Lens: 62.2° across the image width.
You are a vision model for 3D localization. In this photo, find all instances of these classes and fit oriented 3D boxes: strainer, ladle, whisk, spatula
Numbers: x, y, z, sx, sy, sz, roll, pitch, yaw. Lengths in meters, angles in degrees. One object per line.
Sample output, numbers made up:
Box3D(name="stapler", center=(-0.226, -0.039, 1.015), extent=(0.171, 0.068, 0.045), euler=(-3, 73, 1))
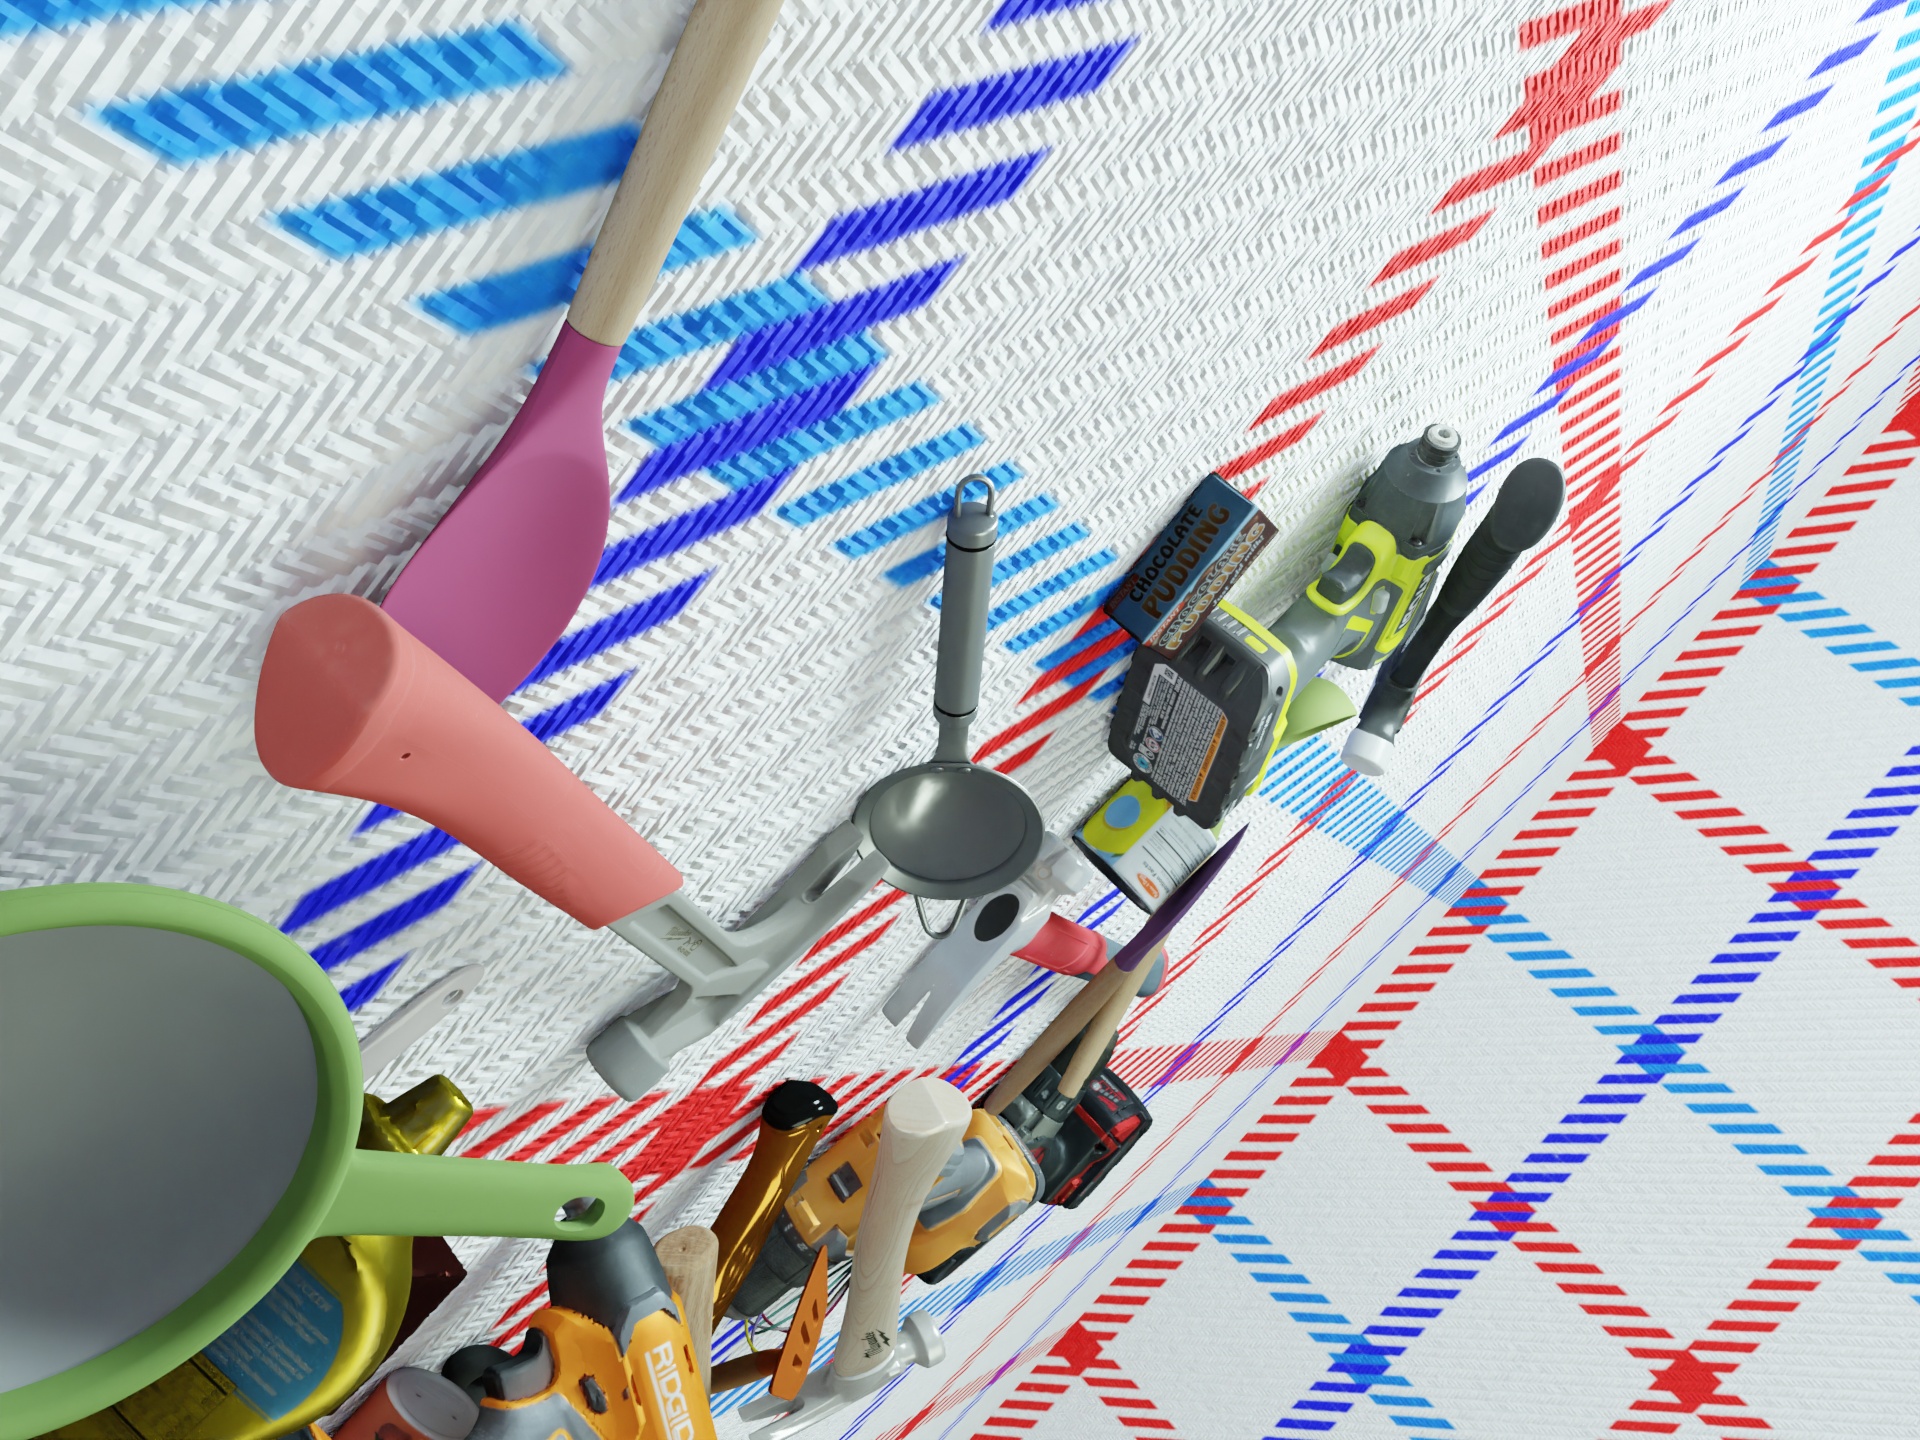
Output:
Box3D(name="strainer", center=(-0.001, -0.002, 0.665), extent=(0.087, 0.050, 0.258), euler=(3, 138, -2))
Box3D(name="ladle", center=(0.153, 0.112, 1.025), extent=(0.320, 0.062, 0.078), euler=(-62, 163, 7))
Box3D(name="whisk", center=(-0.224, 0.395, 0.904), extent=(0.073, 0.073, 0.295), euler=(-40, 150, -15))
Box3D(name="whisk", center=(-0.081, 0.397, 1.173), extent=(0.051, 0.047, 0.245), euler=(-45, 164, 27))
Box3D(name="strainer", center=(-0.197, 0.107, 0.418), extent=(0.256, 0.069, 0.151), euler=(25, 96, -50))
Box3D(name="spatula", center=(-0.133, 0.389, 0.969), extent=(0.322, 0.041, 0.081), euler=(-47, -162, 54))
Box3D(name="spatula", center=(0.090, 0.170, 1.012), extent=(0.060, 0.018, 0.315), euler=(-45, 172, -51))

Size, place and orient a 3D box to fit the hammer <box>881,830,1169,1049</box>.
Box3D(name="hammer", center=(0.069, 0.166, 1.059), extent=(0.143, 0.038, 0.386), euler=(-47, 157, 3))

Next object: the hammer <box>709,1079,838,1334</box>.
Box3D(name="hammer", center=(-0.153, 0.352, 0.885), extent=(0.127, 0.034, 0.337), euler=(22, 97, -56))

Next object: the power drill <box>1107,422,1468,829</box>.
Box3D(name="power drill", center=(0.187, -0.056, 0.863), extent=(0.223, 0.080, 0.171), euler=(-38, 157, -29))

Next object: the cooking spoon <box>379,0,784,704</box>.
Box3D(name="cooking spoon", center=(-0.077, -0.116, 0.379), extent=(0.068, 0.017, 0.318), euler=(-11, 138, -56))

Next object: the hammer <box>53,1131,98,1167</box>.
Box3D(name="hammer", center=(-0.322, 0.182, 0.418), extent=(0.331, 0.033, 0.128), euler=(-39, 157, -19))

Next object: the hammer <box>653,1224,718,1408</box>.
Box3D(name="hammer", center=(-0.154, 0.402, 0.863), extent=(0.130, 0.031, 0.331), euler=(-24, 131, -41))

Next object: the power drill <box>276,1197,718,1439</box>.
Box3D(name="power drill", center=(-0.214, 0.309, 0.689), extent=(0.226, 0.164, 0.084), euler=(-14, 179, -45))

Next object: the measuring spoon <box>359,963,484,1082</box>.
Box3D(name="measuring spoon", center=(-0.210, 0.130, 0.544), extent=(0.124, 0.018, 0.034), euler=(-42, 156, -14))

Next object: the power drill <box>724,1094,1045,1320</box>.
Box3D(name="power drill", center=(-0.053, 0.330, 1.063), extent=(0.185, 0.084, 0.226), euler=(-41, 153, 5))

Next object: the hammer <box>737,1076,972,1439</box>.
Box3D(name="hammer", center=(-0.057, 0.333, 0.957), extent=(0.146, 0.038, 0.410), euler=(-19, 145, -24))

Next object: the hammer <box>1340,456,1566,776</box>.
Box3D(name="hammer", center=(0.294, -0.073, 0.944), extent=(0.334, 0.035, 0.146), euler=(80, 36, -74))

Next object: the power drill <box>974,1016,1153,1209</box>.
Box3D(name="power drill", center=(0.079, 0.313, 1.269), extent=(0.188, 0.080, 0.226), euler=(-49, 154, 5))

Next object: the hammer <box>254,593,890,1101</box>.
Box3D(name="hammer", center=(-0.114, 0.043, 0.528), extent=(0.149, 0.037, 0.358), euler=(-43, 160, -9))
